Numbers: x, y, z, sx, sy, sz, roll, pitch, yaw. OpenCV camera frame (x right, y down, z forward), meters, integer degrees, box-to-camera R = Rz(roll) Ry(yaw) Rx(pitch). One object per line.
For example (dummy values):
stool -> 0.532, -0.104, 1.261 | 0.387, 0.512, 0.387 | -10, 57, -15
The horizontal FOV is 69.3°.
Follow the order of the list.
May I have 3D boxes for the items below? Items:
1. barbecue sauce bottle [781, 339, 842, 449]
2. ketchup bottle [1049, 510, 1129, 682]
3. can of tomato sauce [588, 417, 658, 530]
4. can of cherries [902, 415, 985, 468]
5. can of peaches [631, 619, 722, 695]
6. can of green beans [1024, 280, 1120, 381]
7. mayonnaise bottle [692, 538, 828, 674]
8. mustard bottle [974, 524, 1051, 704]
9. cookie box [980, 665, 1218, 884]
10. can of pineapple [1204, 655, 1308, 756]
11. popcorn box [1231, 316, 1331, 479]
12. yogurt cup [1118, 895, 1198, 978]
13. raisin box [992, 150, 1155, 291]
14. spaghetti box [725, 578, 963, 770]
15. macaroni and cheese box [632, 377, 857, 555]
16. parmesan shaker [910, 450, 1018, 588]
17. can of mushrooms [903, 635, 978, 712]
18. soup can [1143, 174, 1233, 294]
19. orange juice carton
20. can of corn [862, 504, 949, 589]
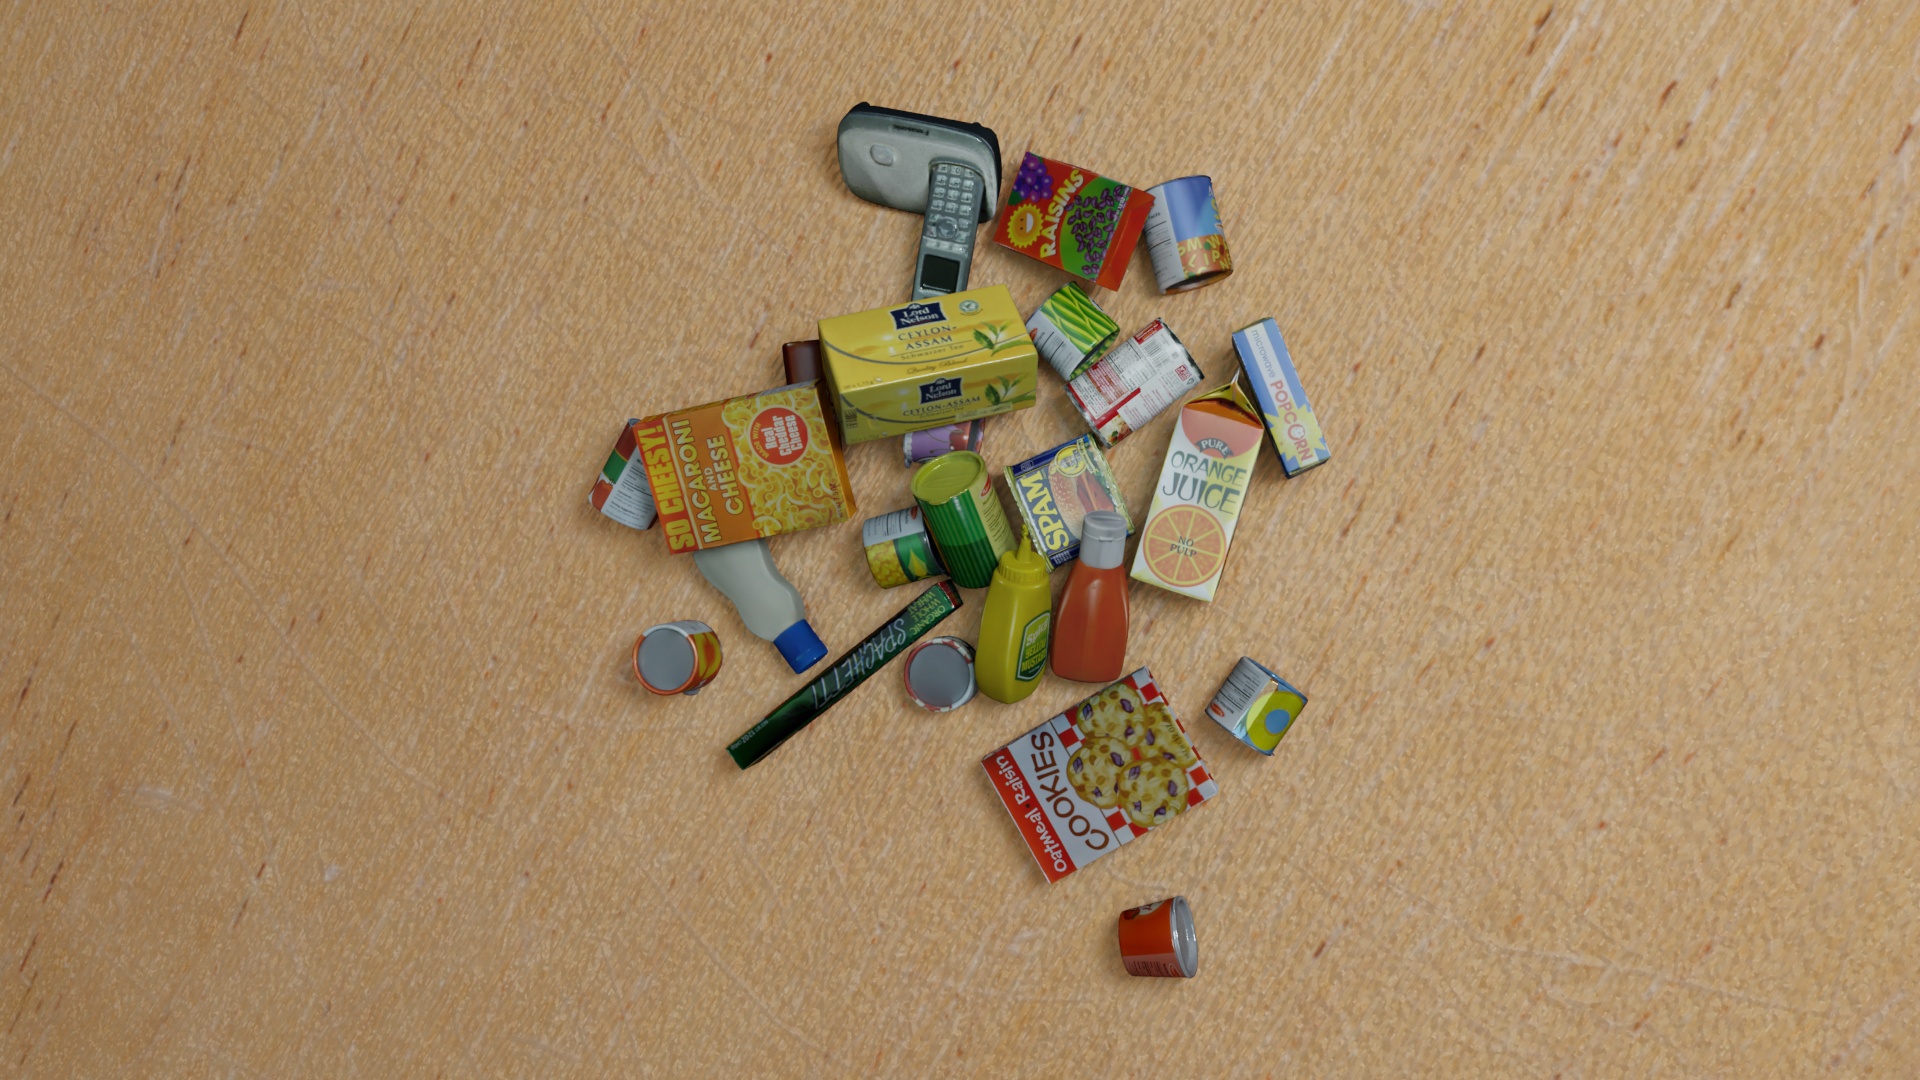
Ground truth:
barbecue sauce bottle -> -0.130, -0.106, 1.249 | 0.044, 0.065, 0.148 | -6, 97, 3
ketchup bottle -> 0.114, 0.048, 1.173 | 0.065, 0.044, 0.148 | 4, 117, -2
can of tomato sauce -> -0.295, -0.061, 1.279 | 0.071, 0.071, 0.083 | 32, 100, 10
can of cherries -> -0.014, -0.094, 1.221 | 0.058, 0.071, 0.071 | 11, 92, 11
can of peaches -> -0.260, 0.109, 1.274 | 0.071, 0.058, 0.071 | 0, 89, 12
can of green beans -> 0.095, -0.180, 1.198 | 0.071, 0.071, 0.058 | -45, 82, 9
mayonnaise bottle -> -0.178, 0.053, 1.267 | 0.064, 0.041, 0.148 | -38, 83, 9
mustard bottle -> 0.048, 0.060, 1.181 | 0.049, 0.065, 0.159 | 22, 122, 31
cookie box -> 0.119, 0.202, 1.204 | 0.167, 0.040, 0.123 | -31, 83, 9
can of pineapple -> 0.249, 0.139, 1.164 | 0.071, 0.071, 0.058 | 35, 97, 10
popcorn box -> 0.265, -0.117, 1.152 | 0.038, 0.085, 0.126 | -22, 85, 11
yogurt cup -> 0.167, 0.339, 1.181 | 0.054, 0.072, 0.072 | -13, 87, 20
raisin box -> 0.095, -0.274, 1.184 | 0.123, 0.040, 0.086 | 31, 106, 37
spaghetti box -> -0.103, 0.120, 1.245 | 0.250, 0.050, 0.029 | -38, 85, 9
macaroni and cheese box -> -0.187, -0.063, 1.215 | 0.166, 0.040, 0.123 | -11, 104, 9
parmesan shaker -> 0.004, -0.015, 1.190 | 0.071, 0.072, 0.102 | -14, 126, 12
can of mushrooms -> -0.018, 0.118, 1.236 | 0.071, 0.033, 0.071 | 0, 90, 12
soup can -> 0.193, -0.259, 1.179 | 0.071, 0.071, 0.084 | -15, 87, 12
orange juice carton -> 0.206, -0.050, 1.171 | 0.073, 0.072, 0.192 | 17, 93, 11
can of corn -> -0.048, 0.007, 1.228 | 0.058, 0.071, 0.071 | -15, 87, 12
